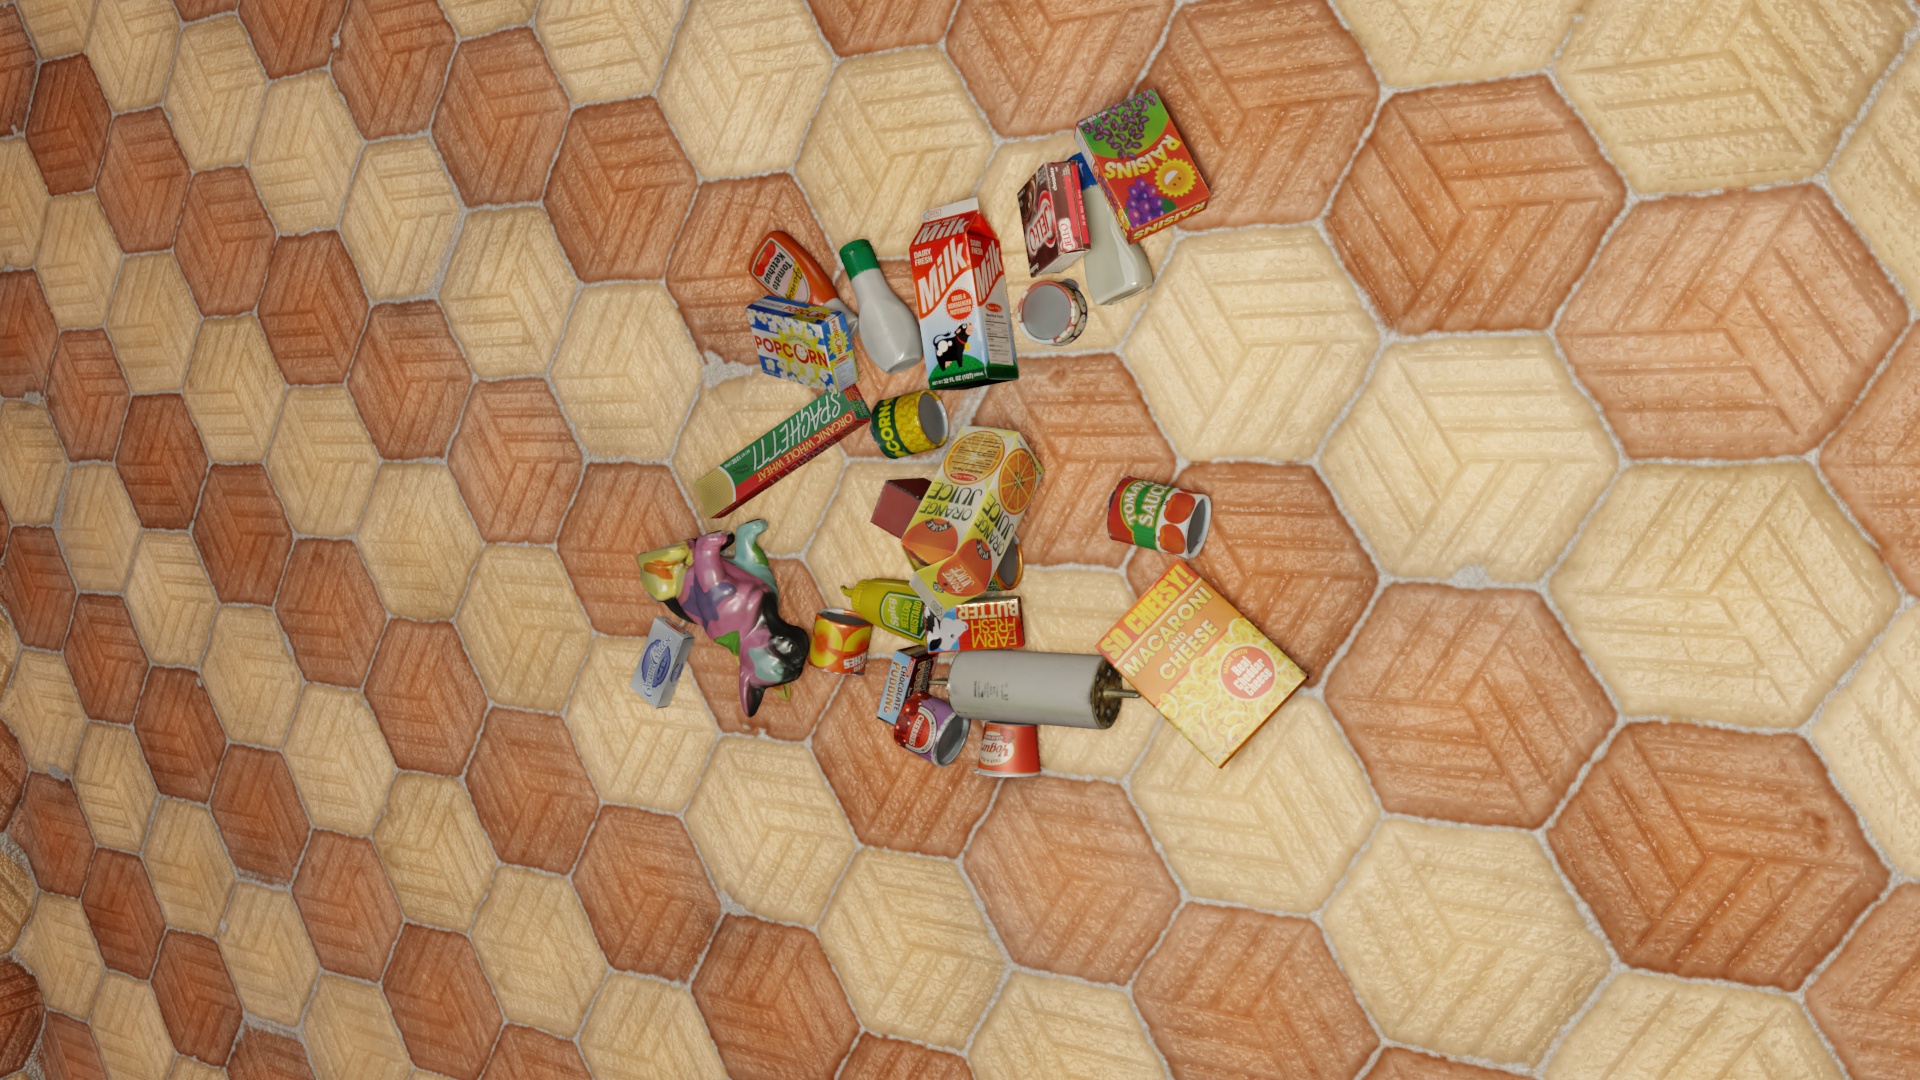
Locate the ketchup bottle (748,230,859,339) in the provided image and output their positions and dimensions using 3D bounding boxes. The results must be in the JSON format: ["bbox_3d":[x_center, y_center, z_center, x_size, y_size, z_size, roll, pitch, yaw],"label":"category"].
[{"bbox_3d":[-0.171,-0.280,1.557,0.149,0.044,0.064,45,118,18],"label":"ketchup bottle"}]

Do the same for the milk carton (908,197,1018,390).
[{"bbox_3d":[0.001,-0.255,1.443,0.072,0.073,0.190,-7,91,30],"label":"milk carton"}]

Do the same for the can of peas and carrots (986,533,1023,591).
[{"bbox_3d":[0.026,0.024,1.458,0.058,0.071,0.071,-5,92,29],"label":"can of peas and carrots"}]

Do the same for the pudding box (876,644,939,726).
[{"bbox_3d":[-0.058,0.159,1.528,0.030,0.050,0.083,24,105,28],"label":"pudding box"}]

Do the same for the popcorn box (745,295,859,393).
[{"bbox_3d":[-0.175,-0.218,1.536,0.127,0.038,0.084,19,133,38],"label":"popcorn box"}]

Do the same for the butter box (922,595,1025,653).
[{"bbox_3d":[0.014,0.088,1.456,0.103,0.024,0.053,-4,99,5],"label":"butter box"}]

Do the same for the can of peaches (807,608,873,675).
[{"bbox_3d":[-0.132,0.113,1.557,0.071,0.071,0.058,17,102,28],"label":"can of peaches"}]

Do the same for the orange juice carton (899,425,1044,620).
[{"bbox_3d":[0.005,-0.018,1.403,0.073,0.071,0.193,10,62,35],"label":"orange juice carton"}]

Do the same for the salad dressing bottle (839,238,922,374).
[{"bbox_3d":[-0.089,-0.256,1.513,0.064,0.044,0.148,-27,80,25],"label":"salad dressing bottle"}]

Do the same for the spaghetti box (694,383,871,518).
[{"bbox_3d":[-0.208,-0.102,1.603,0.249,0.029,0.050,-30,81,29],"label":"spaghetti box"}]

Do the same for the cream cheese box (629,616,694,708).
[{"bbox_3d":[-0.370,0.151,1.721,0.053,0.024,0.103,32,109,25],"label":"cream cheese box"}]

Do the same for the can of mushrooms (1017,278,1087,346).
[{"bbox_3d":[0.094,-0.234,1.415,0.071,0.033,0.071,3,96,30],"label":"can of mushrooms"}]

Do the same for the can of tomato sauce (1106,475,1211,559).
[{"bbox_3d":[0.194,-0.024,1.356,0.083,0.071,0.071,15,102,27],"label":"can of tomato sauce"}]

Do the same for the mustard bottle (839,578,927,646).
[{"bbox_3d":[-0.070,0.073,1.527,0.160,0.049,0.065,13,100,28],"label":"mustard bottle"}]

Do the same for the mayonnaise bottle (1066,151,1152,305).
[{"bbox_3d":[0.142,-0.312,1.376,0.064,0.041,0.148,-20,83,40],"label":"mayonnaise bottle"}]

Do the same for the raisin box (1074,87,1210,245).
[{"bbox_3d":[0.174,-0.359,1.335,0.086,0.040,0.123,-25,80,-3],"label":"raisin box"}]

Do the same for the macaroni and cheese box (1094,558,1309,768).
[{"bbox_3d":[0.232,0.119,1.344,0.123,0.040,0.167,-46,71,3],"label":"macaroni and cheese box"}]

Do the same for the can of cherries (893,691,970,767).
[{"bbox_3d":[-0.032,0.204,1.505,0.058,0.071,0.071,23,106,26],"label":"can of cherries"}]

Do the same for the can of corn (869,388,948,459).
[{"bbox_3d":[-0.055,-0.125,1.488,0.058,0.071,0.071,-12,89,29],"label":"can of corn"}]

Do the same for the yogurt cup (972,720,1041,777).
[{"bbox_3d":[0.052,0.219,1.464,0.072,0.072,0.054,0,87,30],"label":"yogurt cup"}]
